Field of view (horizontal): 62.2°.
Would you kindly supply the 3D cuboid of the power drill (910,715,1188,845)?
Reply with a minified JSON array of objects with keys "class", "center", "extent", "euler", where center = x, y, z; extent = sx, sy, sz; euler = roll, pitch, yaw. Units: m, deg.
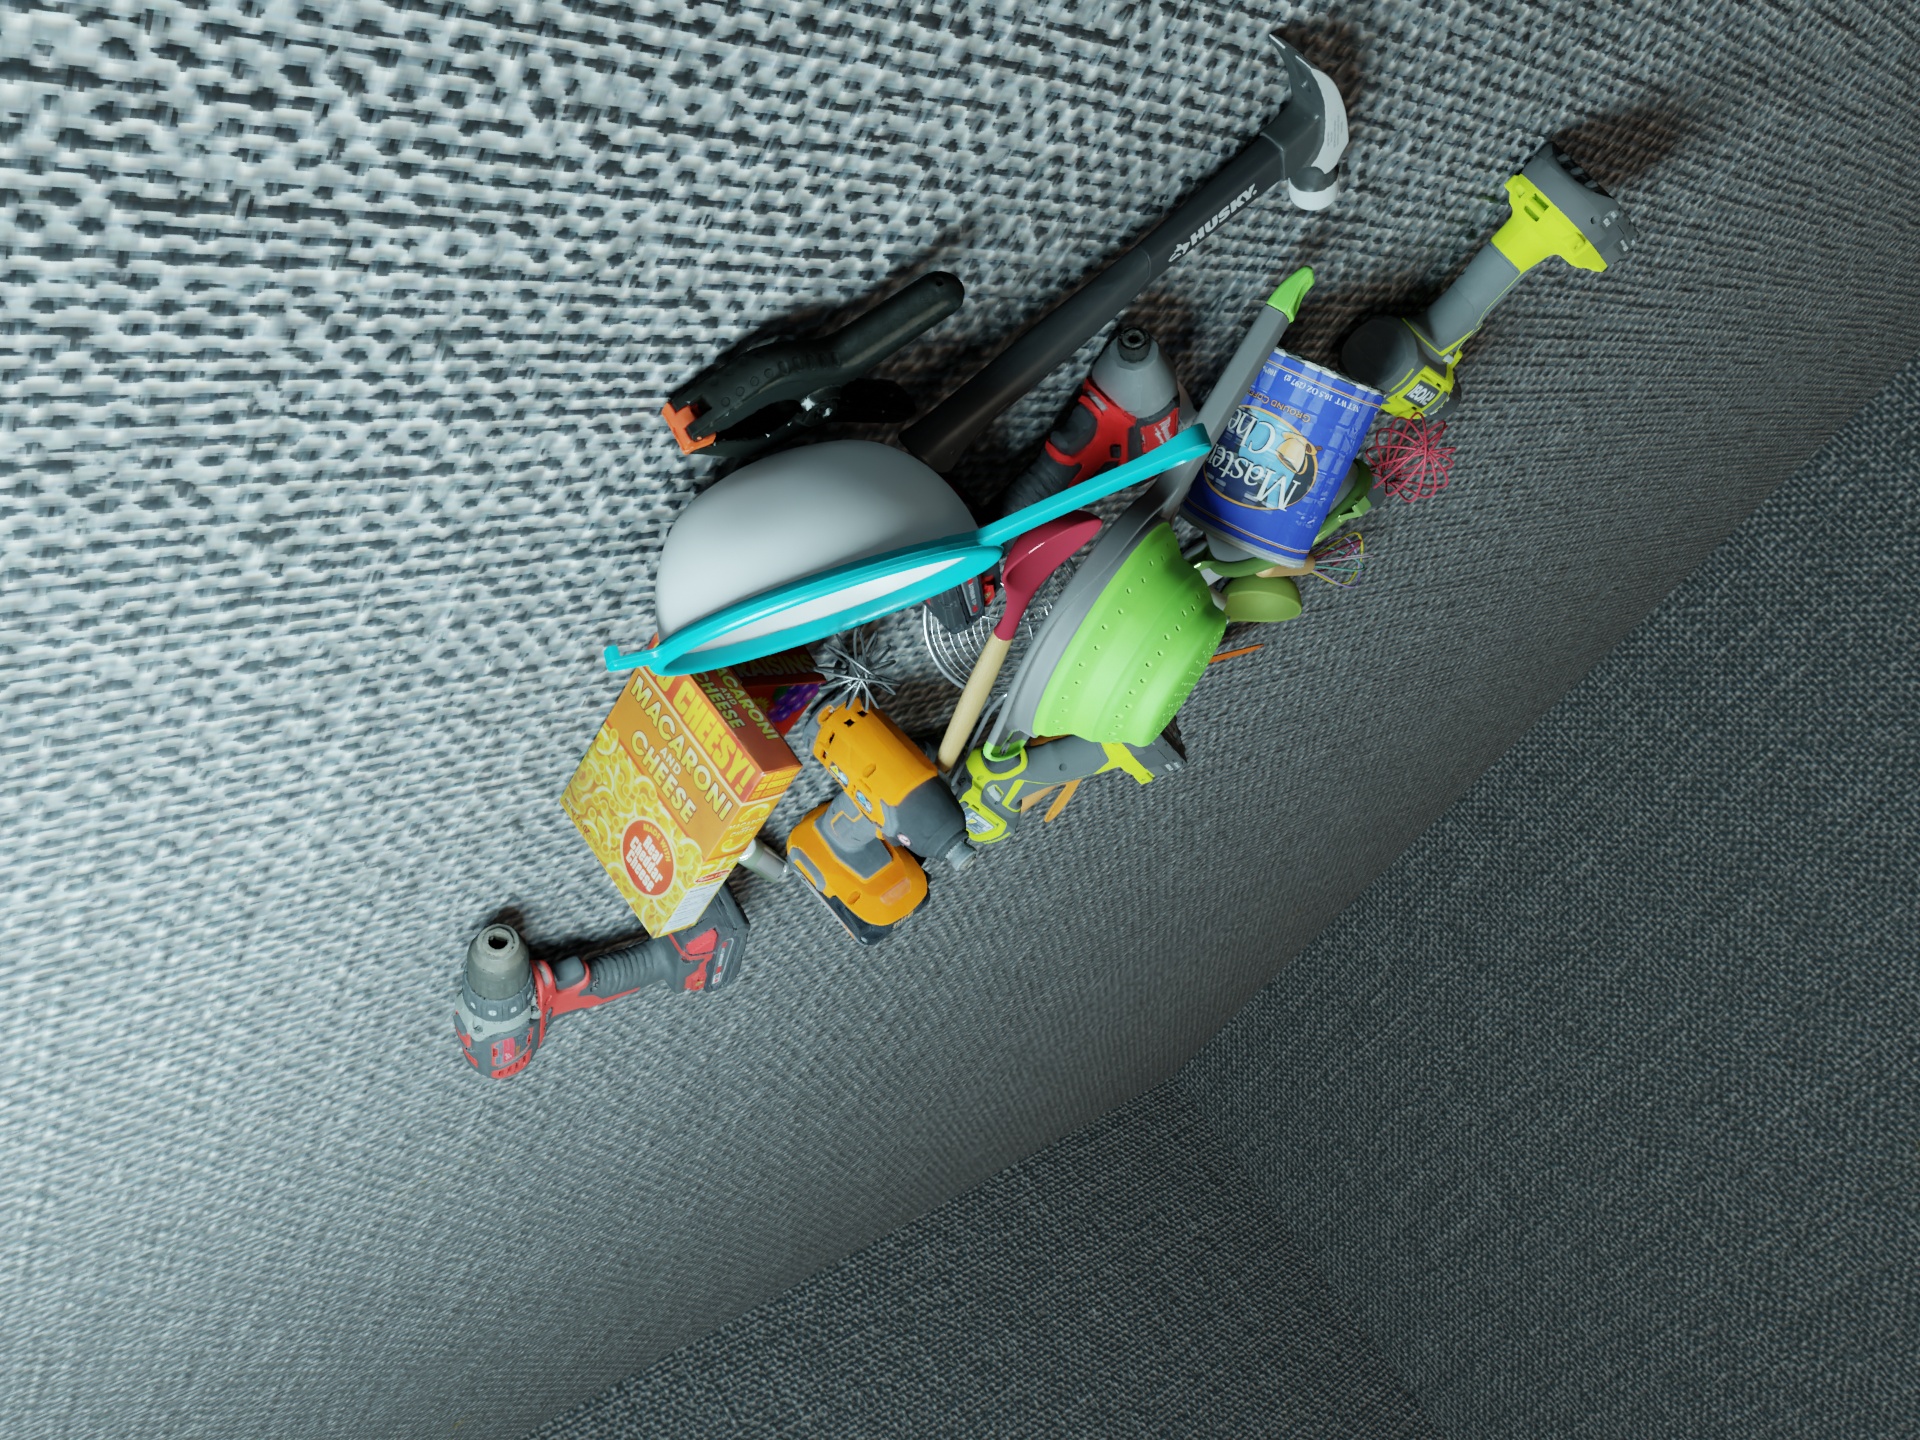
[{"class":"power drill","center":[0.067,0.027,1.372],"extent":[0.223,0.080,0.171],"euler":[-23,148,18]}]

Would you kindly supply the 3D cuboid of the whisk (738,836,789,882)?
[{"class":"whisk","center":[-0.176,0.098,1.262],"extent":[0.058,0.059,0.246],"euler":[-63,165,-10]}]

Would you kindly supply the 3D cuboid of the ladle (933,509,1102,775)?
[{"class":"ladle","center":[0.025,-0.045,1.101],"extent":[0.069,0.031,0.315],"euler":[-23,156,-30]}]

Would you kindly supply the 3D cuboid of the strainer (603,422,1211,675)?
[{"class":"strainer","center":[-0.033,-0.123,0.881],"extent":[0.340,0.095,0.211],"euler":[-21,178,21]}]

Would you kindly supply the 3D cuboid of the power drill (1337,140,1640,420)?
[{"class":"power drill","center":[0.423,-0.334,1.279],"extent":[0.228,0.080,0.190],"euler":[-45,157,24]}]

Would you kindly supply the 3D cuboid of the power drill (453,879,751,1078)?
[{"class":"power drill","center":[-0.282,0.183,1.233],"extent":[0.226,0.080,0.187],"euler":[-22,153,-28]}]

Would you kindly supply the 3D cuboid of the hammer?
[{"class":"hammer","center":[0.097,-0.266,0.952],"extent":[0.335,0.035,0.146],"euler":[-40,158,-2]}]

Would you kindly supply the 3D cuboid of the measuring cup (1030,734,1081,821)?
[{"class":"measuring cup","center":[0.099,0.037,1.551],"extent":[0.095,0.052,0.173],"euler":[-24,156,-30]}]

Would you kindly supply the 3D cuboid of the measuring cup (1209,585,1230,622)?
[{"class":"measuring cup","center":[0.204,-0.091,1.394],"extent":[0.083,0.038,0.167],"euler":[-50,-177,0]}]

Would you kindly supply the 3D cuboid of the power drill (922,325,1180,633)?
[{"class":"power drill","center":[0.053,-0.167,1.051],"extent":[0.219,0.079,0.143],"euler":[-37,159,-10]}]

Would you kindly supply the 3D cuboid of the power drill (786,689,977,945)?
[{"class":"power drill","center":[-0.062,0.091,1.263],"extent":[0.084,0.164,0.226],"euler":[-35,161,-27]}]

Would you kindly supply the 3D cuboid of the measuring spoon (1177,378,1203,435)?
[{"class":"measuring spoon","center":[0.165,-0.228,1.170],"extent":[0.034,0.018,0.124],"euler":[-42,157,12]}]

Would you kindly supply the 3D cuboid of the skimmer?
[{"class":"skimmer","center":[-0.002,-0.004,1.263],"extent":[0.127,0.090,0.363],"euler":[-4,147,-21]}]

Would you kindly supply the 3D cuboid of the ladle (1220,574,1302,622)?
[{"class":"ladle","center":[0.196,-0.036,1.549],"extent":[0.320,0.062,0.078],"euler":[-42,143,17]}]

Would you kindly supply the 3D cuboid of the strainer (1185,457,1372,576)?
[{"class":"strainer","center":[0.208,-0.164,1.309],"extent":[0.256,0.069,0.152],"euler":[-28,-158,20]}]

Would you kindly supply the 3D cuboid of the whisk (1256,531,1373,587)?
[{"class":"whisk","center":[0.336,-0.155,1.515],"extent":[0.245,0.051,0.047],"euler":[-11,142,-55]}]

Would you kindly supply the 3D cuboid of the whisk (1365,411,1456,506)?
[{"class":"whisk","center":[0.376,-0.215,1.387],"extent":[0.073,0.073,0.296],"euler":[-40,177,5]}]

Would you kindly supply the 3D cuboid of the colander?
[{"class":"colander","center":[0.162,-0.119,1.096],"extent":[0.397,0.094,0.204],"euler":[-59,168,9]}]

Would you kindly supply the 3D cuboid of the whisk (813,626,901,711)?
[{"class":"whisk","center":[-0.072,-0.032,1.064],"extent":[0.055,0.055,0.239],"euler":[-36,-176,-4]}]

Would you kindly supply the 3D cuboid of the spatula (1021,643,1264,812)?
[{"class":"spatula","center":[0.168,0.010,1.613],"extent":[0.322,0.041,0.081],"euler":[-40,176,10]}]
